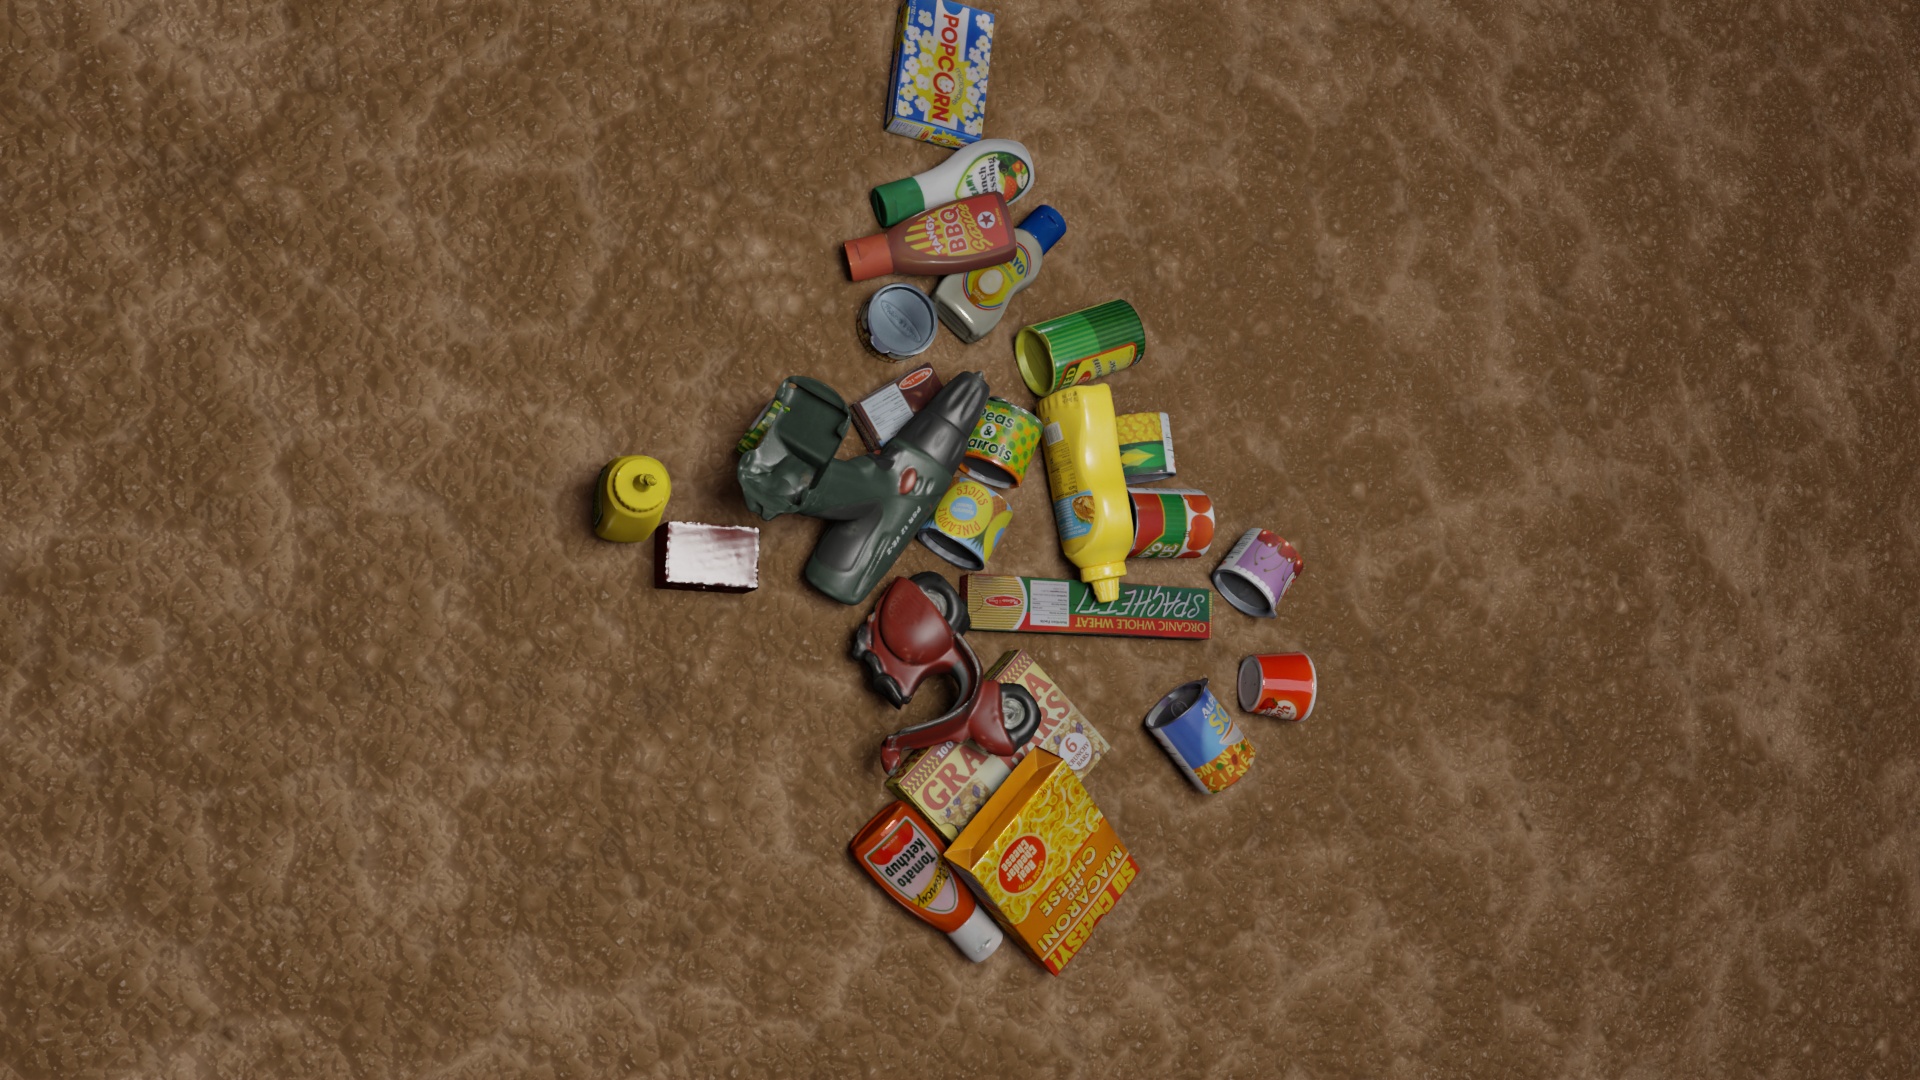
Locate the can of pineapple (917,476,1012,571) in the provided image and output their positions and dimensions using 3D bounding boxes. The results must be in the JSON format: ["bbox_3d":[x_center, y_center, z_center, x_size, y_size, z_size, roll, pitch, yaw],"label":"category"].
[{"bbox_3d":[0.004,-0.015,1.216,0.071,0.071,0.058,34,71,-15],"label":"can of pineapple"}]

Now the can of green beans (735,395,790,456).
[{"bbox_3d":[-0.147,-0.084,1.165,0.058,0.071,0.071,38,71,-13],"label":"can of green beans"}]

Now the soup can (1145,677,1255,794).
[{"bbox_3d":[0.224,0.180,1.279,0.071,0.071,0.083,-43,100,-21],"label":"soup can"}]

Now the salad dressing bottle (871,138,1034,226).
[{"bbox_3d":[-0.007,-0.322,1.263,0.148,0.044,0.064,-21,126,-17],"label":"salad dressing bottle"}]

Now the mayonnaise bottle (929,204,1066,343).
[{"bbox_3d":[0.039,-0.250,1.276,0.065,0.041,0.148,44,70,-6],"label":"mayonnaise bottle"}]

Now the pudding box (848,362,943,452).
[{"bbox_3d":[-0.052,-0.116,1.228,0.084,0.030,0.049,-32,95,-23],"label":"pudding box"}]

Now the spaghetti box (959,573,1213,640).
[{"bbox_3d":[0.118,0.063,1.273,0.250,0.028,0.050,4,81,-21],"label":"spaghetti box"}]

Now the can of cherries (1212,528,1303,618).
[{"bbox_3d":[0.286,0.032,1.325,0.071,0.071,0.058,45,69,-11],"label":"can of cherries"}]

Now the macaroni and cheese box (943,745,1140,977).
[{"bbox_3d":[0.074,0.276,1.185,0.124,0.040,0.166,-47,125,-19],"label":"macaroni and cheese box"}]

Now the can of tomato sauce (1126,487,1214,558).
[{"bbox_3d":[0.184,-0.014,1.290,0.083,0.071,0.071,1,83,-23],"label":"can of tomato sauce"}]

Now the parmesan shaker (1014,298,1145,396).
[{"bbox_3d":[0.112,-0.180,1.280,0.103,0.071,0.071,-21,91,-23],"label":"parmesan shaker"}]

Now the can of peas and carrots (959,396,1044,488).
[{"bbox_3d":[0.033,-0.087,1.237,0.071,0.071,0.059,27,75,-17],"label":"can of peas and carrots"}]

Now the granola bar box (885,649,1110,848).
[{"bbox_3d":[0.035,0.196,1.216,0.124,0.039,0.166,48,69,-10],"label":"granola bar box"}]

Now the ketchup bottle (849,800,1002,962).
[{"bbox_3d":[-0.024,0.293,1.177,0.065,0.043,0.148,-42,100,-9],"label":"ketchup bottle"}]

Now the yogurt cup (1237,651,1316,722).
[{"bbox_3d":[0.299,0.137,1.319,0.054,0.072,0.072,5,81,-13],"label":"yogurt cup"}]

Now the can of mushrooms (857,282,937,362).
[{"bbox_3d":[-0.058,-0.191,1.234,0.071,0.033,0.071,3,82,-22],"label":"can of mushrooms"}]

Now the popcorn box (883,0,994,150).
[{"bbox_3d":[-0.019,-0.430,1.279,0.085,0.038,0.127,9,80,-20],"label":"popcorn box"}]

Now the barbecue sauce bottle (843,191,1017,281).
[{"bbox_3d":[-0.028,-0.263,1.231,0.149,0.043,0.065,-14,79,-5],"label":"barbecue sauce bottle"}]

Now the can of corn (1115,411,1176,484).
[{"bbox_3d":[0.162,-0.085,1.292,0.071,0.071,0.058,-4,84,-22],"label":"can of corn"}]

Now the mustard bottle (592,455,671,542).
[{"bbox_3d":[-0.251,-0.037,1.066,0.049,0.160,0.065,5,80,-20],"label":"mustard bottle"}]
